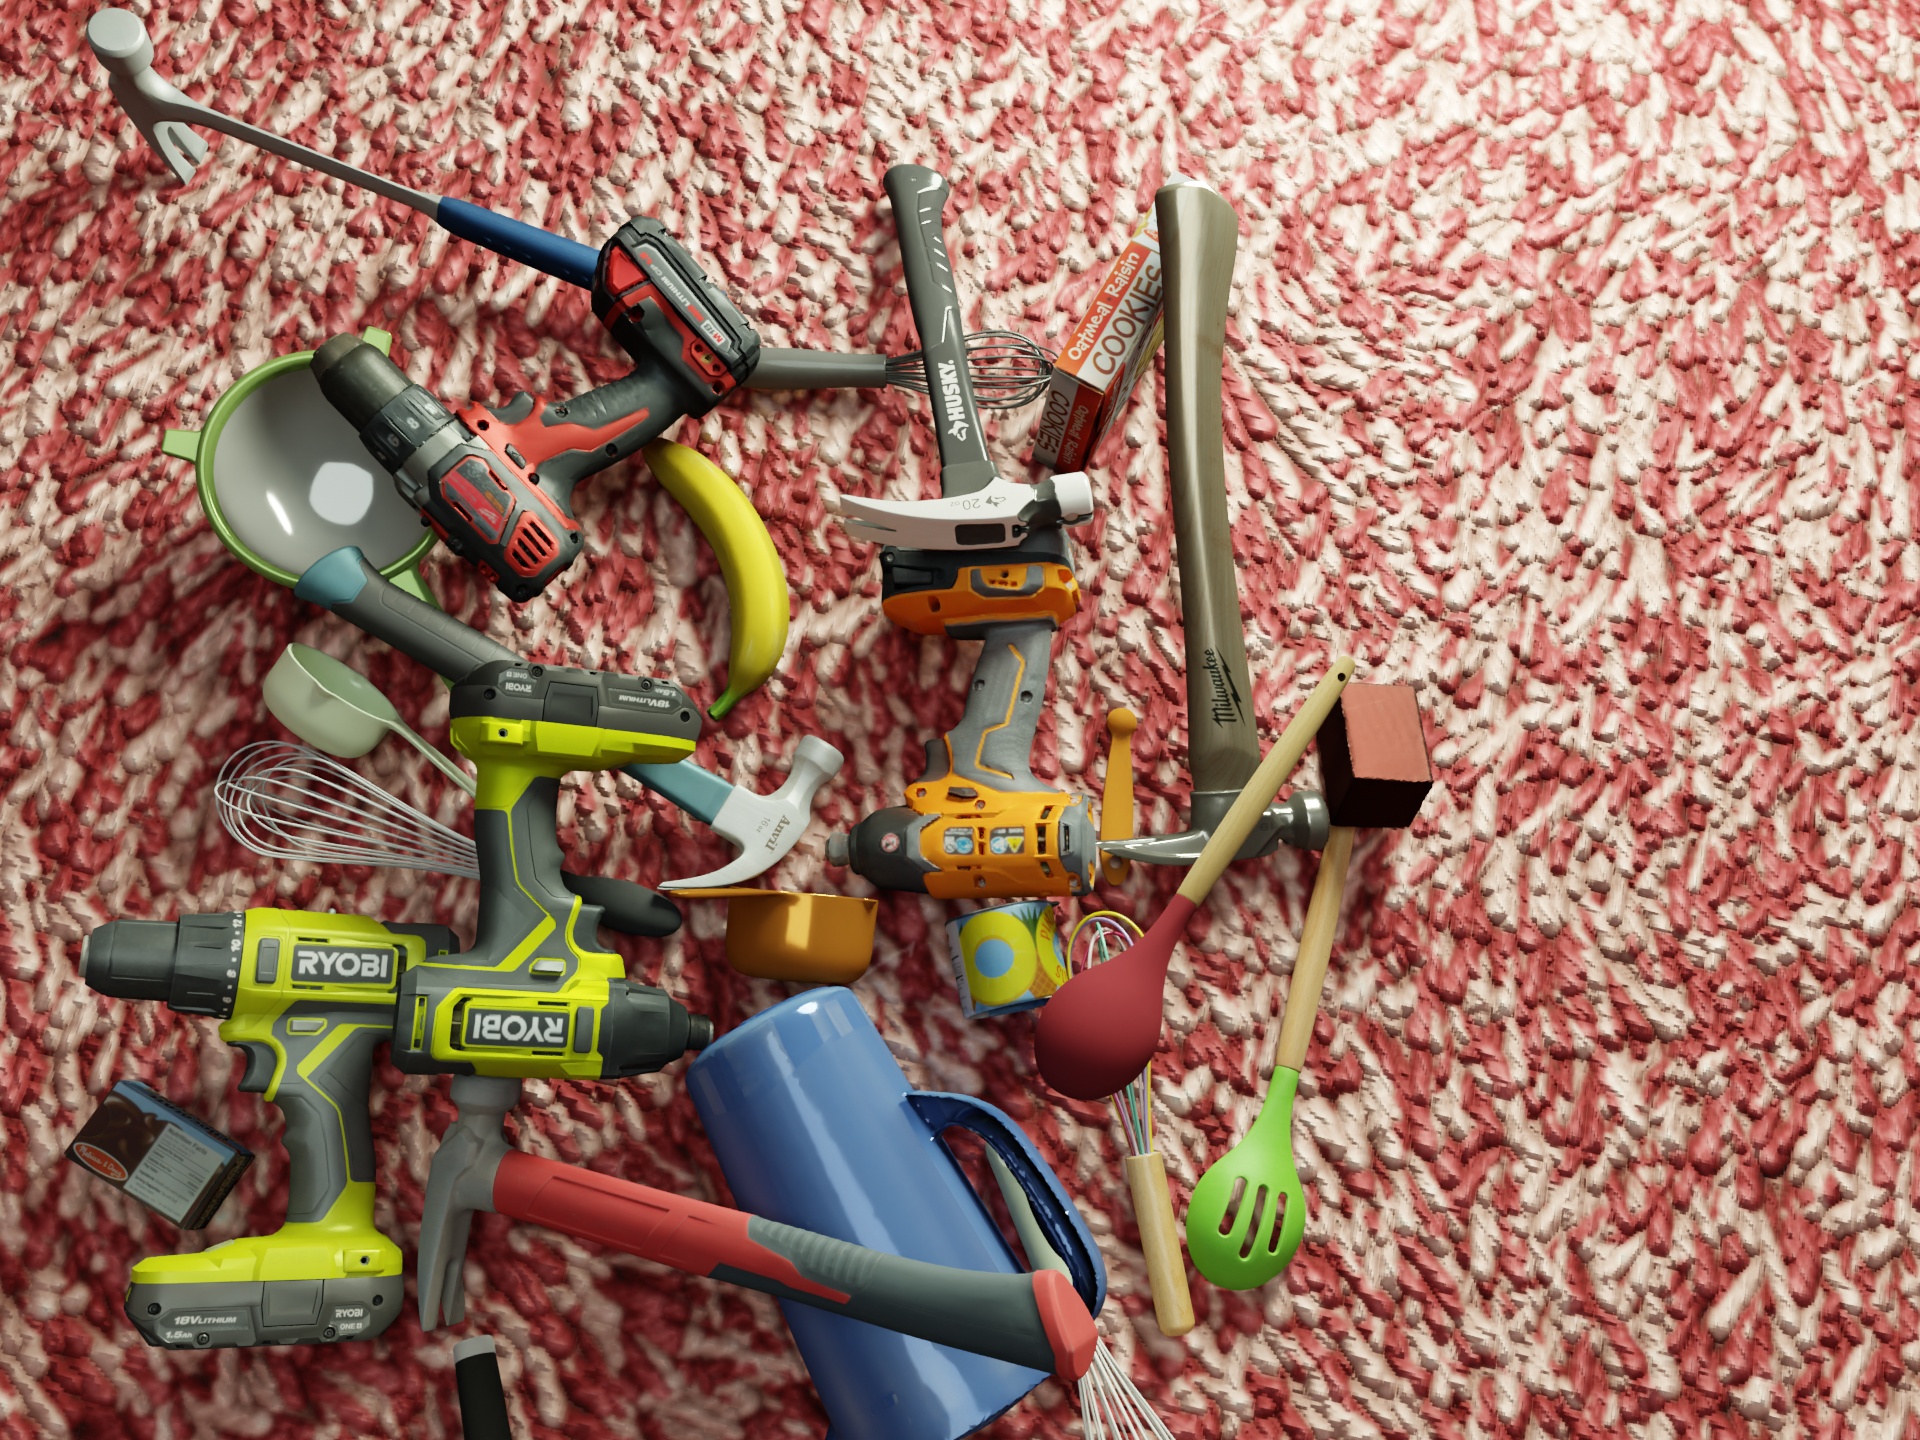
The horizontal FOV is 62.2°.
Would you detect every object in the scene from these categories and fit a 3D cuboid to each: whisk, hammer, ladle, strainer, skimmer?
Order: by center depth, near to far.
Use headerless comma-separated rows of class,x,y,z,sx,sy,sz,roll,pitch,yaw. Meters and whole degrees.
hammer,-0.118,0.283,0.808,0.386,0.038,0.143,6,85,26
skimmer,-0.216,0.512,0.831,0.127,0.090,0.364,-17,65,-6
whisk,0.069,0.346,0.896,0.058,0.059,0.246,-17,69,-17
ladle,0.147,0.086,0.934,0.069,0.031,0.315,38,76,-6
whisk,0.106,0.233,0.935,0.047,0.051,0.245,-8,77,-12
whisk,-0.303,0.081,0.947,0.284,0.070,0.070,18,72,-4
hammer,-0.243,-0.008,0.960,0.331,0.033,0.128,31,75,-6
hammer,0.139,-0.116,0.973,0.146,0.038,0.410,-5,94,-9
strainer,-0.364,-0.105,1.001,0.151,0.069,0.256,-33,95,-15
hammer,-0.018,-0.244,1.024,0.146,0.035,0.335,-9,56,-2
hammer,-0.352,-0.339,1.051,0.405,0.144,0.035,20,75,-7
whisk,-0.051,-0.237,1.068,0.239,0.055,0.055,1,73,1

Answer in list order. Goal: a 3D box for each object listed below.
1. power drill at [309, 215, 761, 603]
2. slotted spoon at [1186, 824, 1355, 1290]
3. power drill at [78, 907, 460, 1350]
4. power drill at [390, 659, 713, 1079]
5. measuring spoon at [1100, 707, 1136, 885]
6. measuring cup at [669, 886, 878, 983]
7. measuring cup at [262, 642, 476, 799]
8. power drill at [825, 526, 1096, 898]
power drill,-0.256,-0.208,0.971,0.227,0.080,0.187,-46,103,-15
slotted spoon,0.202,0.186,0.965,0.070,0.031,0.314,19,71,-3
power drill,-0.380,0.214,0.861,0.190,0.080,0.229,8,72,-27
power drill,-0.217,0.087,0.890,0.171,0.080,0.223,7,81,-21
measuring spoon,0.101,0.047,1.007,0.021,0.011,0.117,5,73,-3
measuring cup,-0.112,0.121,0.890,0.095,0.173,0.052,2,84,26
measuring cup,-0.347,0.020,0.962,0.167,0.083,0.038,41,91,-9
power drill,-0.002,-0.003,0.976,0.164,0.084,0.227,-3,76,9
